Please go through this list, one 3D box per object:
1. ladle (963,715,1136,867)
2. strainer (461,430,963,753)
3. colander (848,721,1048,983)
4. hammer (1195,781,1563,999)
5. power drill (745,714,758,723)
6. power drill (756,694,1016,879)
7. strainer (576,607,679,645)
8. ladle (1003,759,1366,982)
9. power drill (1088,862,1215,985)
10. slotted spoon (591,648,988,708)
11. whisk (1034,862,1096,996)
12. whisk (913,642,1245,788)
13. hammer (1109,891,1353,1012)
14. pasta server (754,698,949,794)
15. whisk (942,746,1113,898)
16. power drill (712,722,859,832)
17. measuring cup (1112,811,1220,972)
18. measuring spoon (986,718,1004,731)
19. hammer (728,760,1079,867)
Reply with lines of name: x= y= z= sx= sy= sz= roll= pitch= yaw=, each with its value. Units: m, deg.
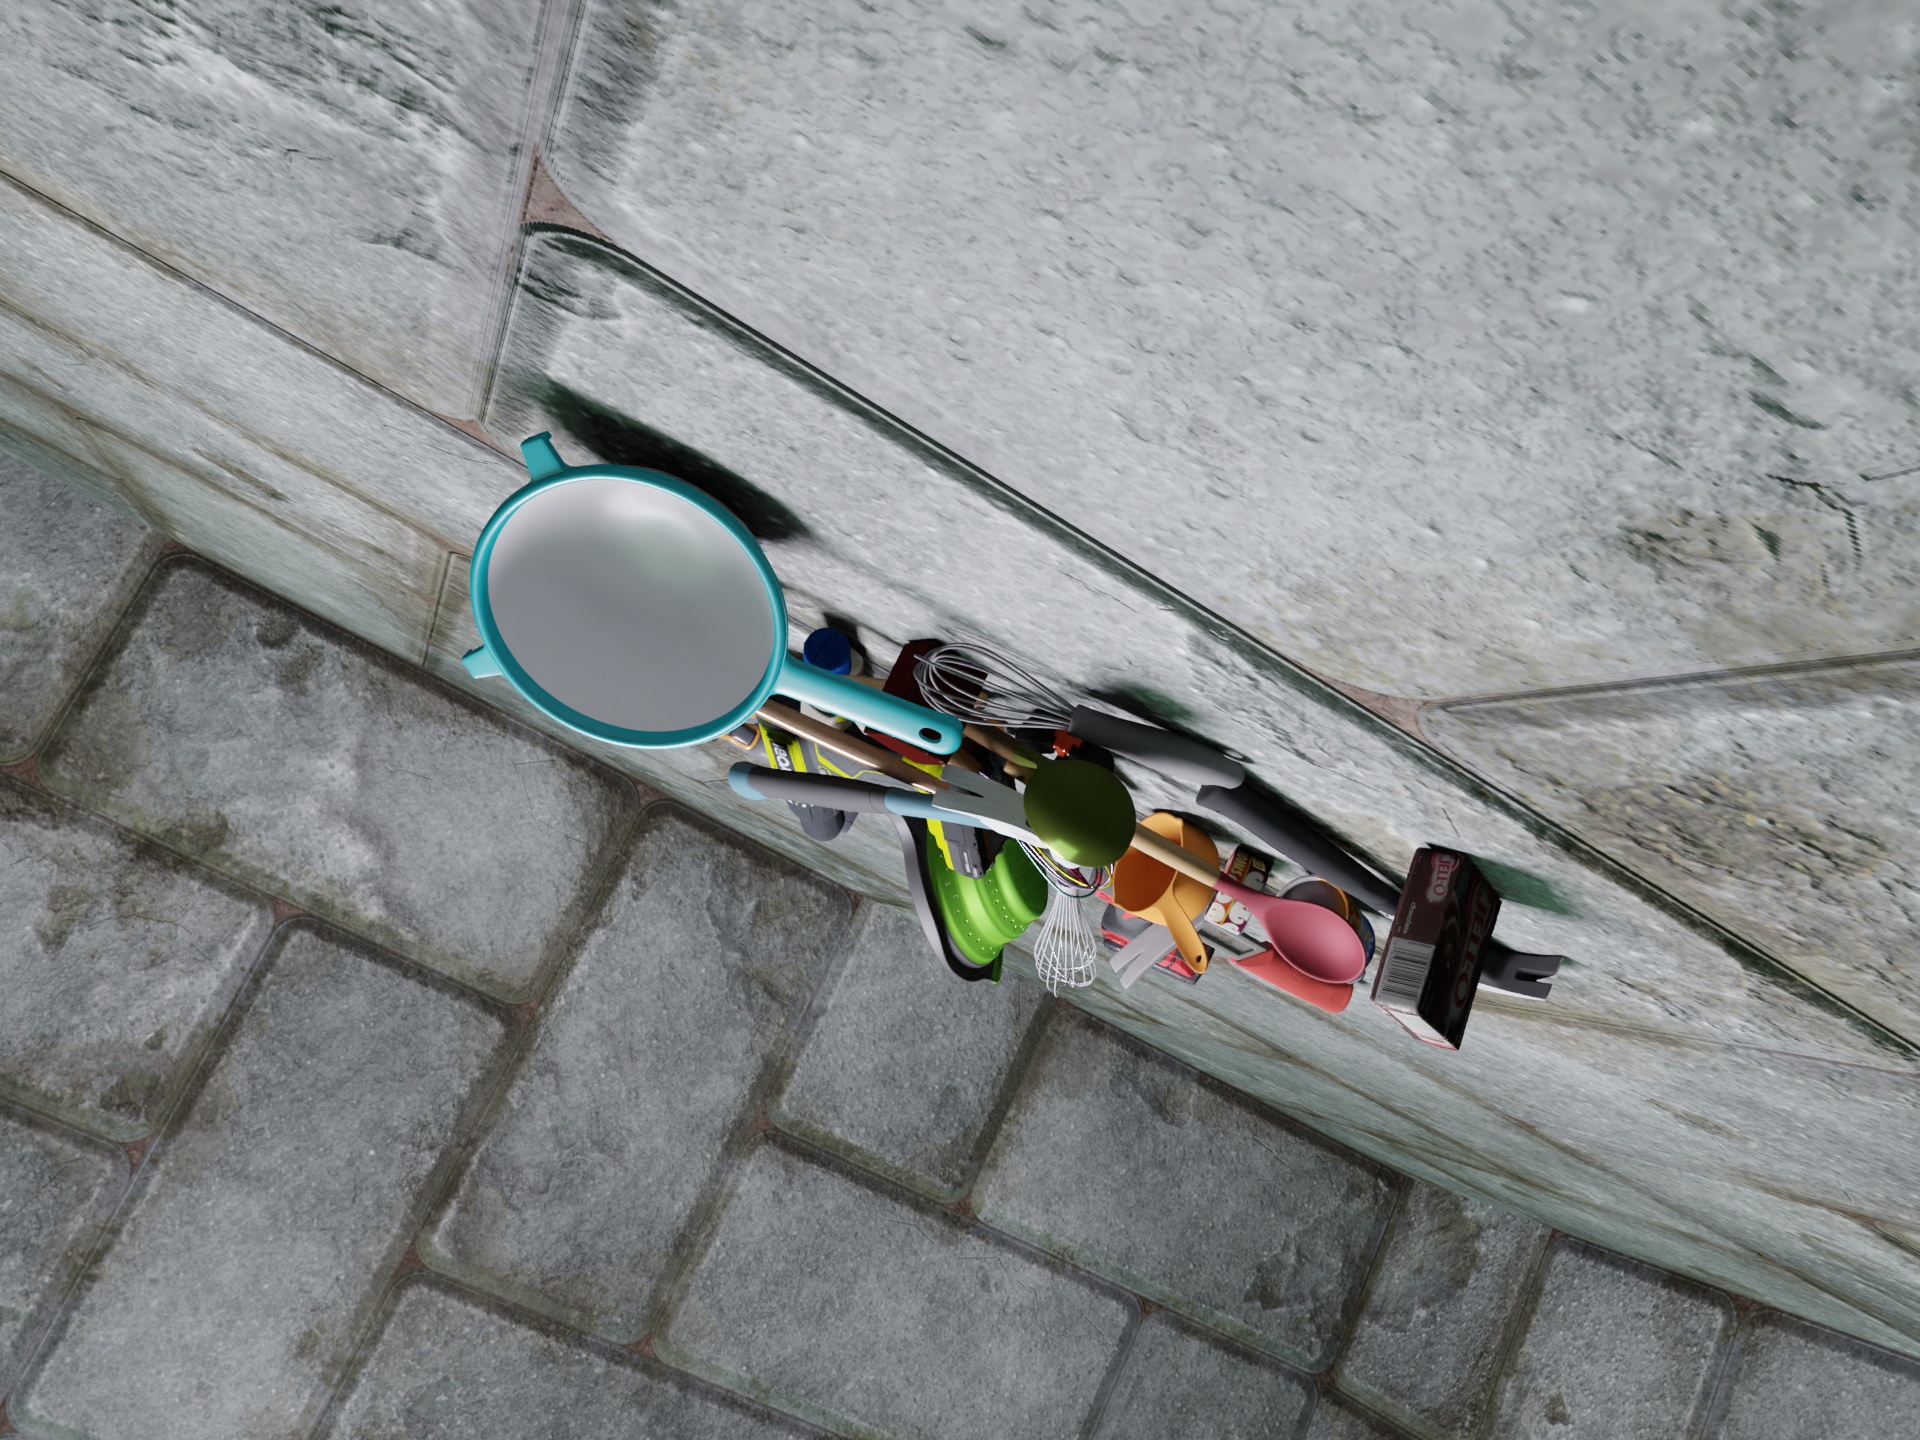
ladle: x=0.032 y=0.031 z=1.153 sx=0.078 sy=0.062 sz=0.320 roll=8 pitch=-170 yaw=-25
strainer: x=-0.153 y=-0.068 z=1.078 sx=0.340 sy=0.211 sz=0.095 roll=21 pitch=-147 yaw=-8
colander: x=-0.008 y=0.104 z=1.574 sx=0.094 sy=0.205 sz=0.396 roll=-17 pitch=131 yaw=21
hammer: x=0.297 y=0.120 z=1.161 sx=0.334 sy=0.035 sz=0.146 roll=32 pitch=167 yaw=-27
power drill: x=-0.285 y=-0.073 z=1.441 sx=0.226 sy=0.084 sz=0.164 roll=16 pitch=165 yaw=24
power drill: x=-0.068 y=0.060 z=1.409 sx=0.228 sy=0.080 sz=0.190 roll=16 pitch=140 yaw=24
strainer: x=-0.245 y=-0.106 z=1.258 sx=0.151 sy=0.069 sz=0.256 roll=9 pitch=-173 yaw=-26
ladle: x=0.171 y=0.109 z=1.208 sx=0.315 sy=0.031 sz=0.069 roll=29 pitch=131 yaw=-5
power drill: x=0.203 y=0.190 z=1.563 sx=0.143 sy=0.078 sz=0.219 roll=22 pitch=165 yaw=15
slotted spoon: x=-0.134 y=-0.029 z=1.184 sx=0.313 sy=0.031 sz=0.070 roll=5 pitch=171 yaw=-10
whisk: x=0.105 y=0.180 z=1.561 sx=0.070 sy=0.070 sz=0.284 roll=21 pitch=142 yaw=21
whisk: x=0.078 y=-0.001 z=1.077 sx=0.239 sy=0.055 sz=0.055 roll=19 pitch=167 yaw=9
hammer: x=0.281 y=0.232 z=1.500 sx=0.358 sy=0.149 sz=0.037 roll=32 pitch=-156 yaw=-51
pasta server: x=-0.157 y=-0.002 z=1.269 sx=0.316 sy=0.040 sz=0.060 roll=25 pitch=163 yaw=-4
whisk: x=0.025 y=0.061 z=1.284 sx=0.245 sy=0.051 sz=0.047 roll=40 pitch=174 yaw=-7
power drill: x=-0.198 y=0.028 z=1.632 sx=0.226 sy=0.084 sz=0.185 roll=31 pitch=179 yaw=-9
measuring cup: x=0.181 y=0.148 z=1.272 sx=0.052 sy=0.095 sz=0.174 roll=24 pitch=-156 yaw=-28
measuring spoon: x=-0.002 y=-0.004 z=1.313 sx=0.021 sy=0.011 sz=0.117 roll=18 pitch=179 yaw=-38
hammer: x=-0.061 y=0.064 z=1.273 sx=0.331 sy=0.033 sz=0.128 roll=6 pitch=160 yaw=40
